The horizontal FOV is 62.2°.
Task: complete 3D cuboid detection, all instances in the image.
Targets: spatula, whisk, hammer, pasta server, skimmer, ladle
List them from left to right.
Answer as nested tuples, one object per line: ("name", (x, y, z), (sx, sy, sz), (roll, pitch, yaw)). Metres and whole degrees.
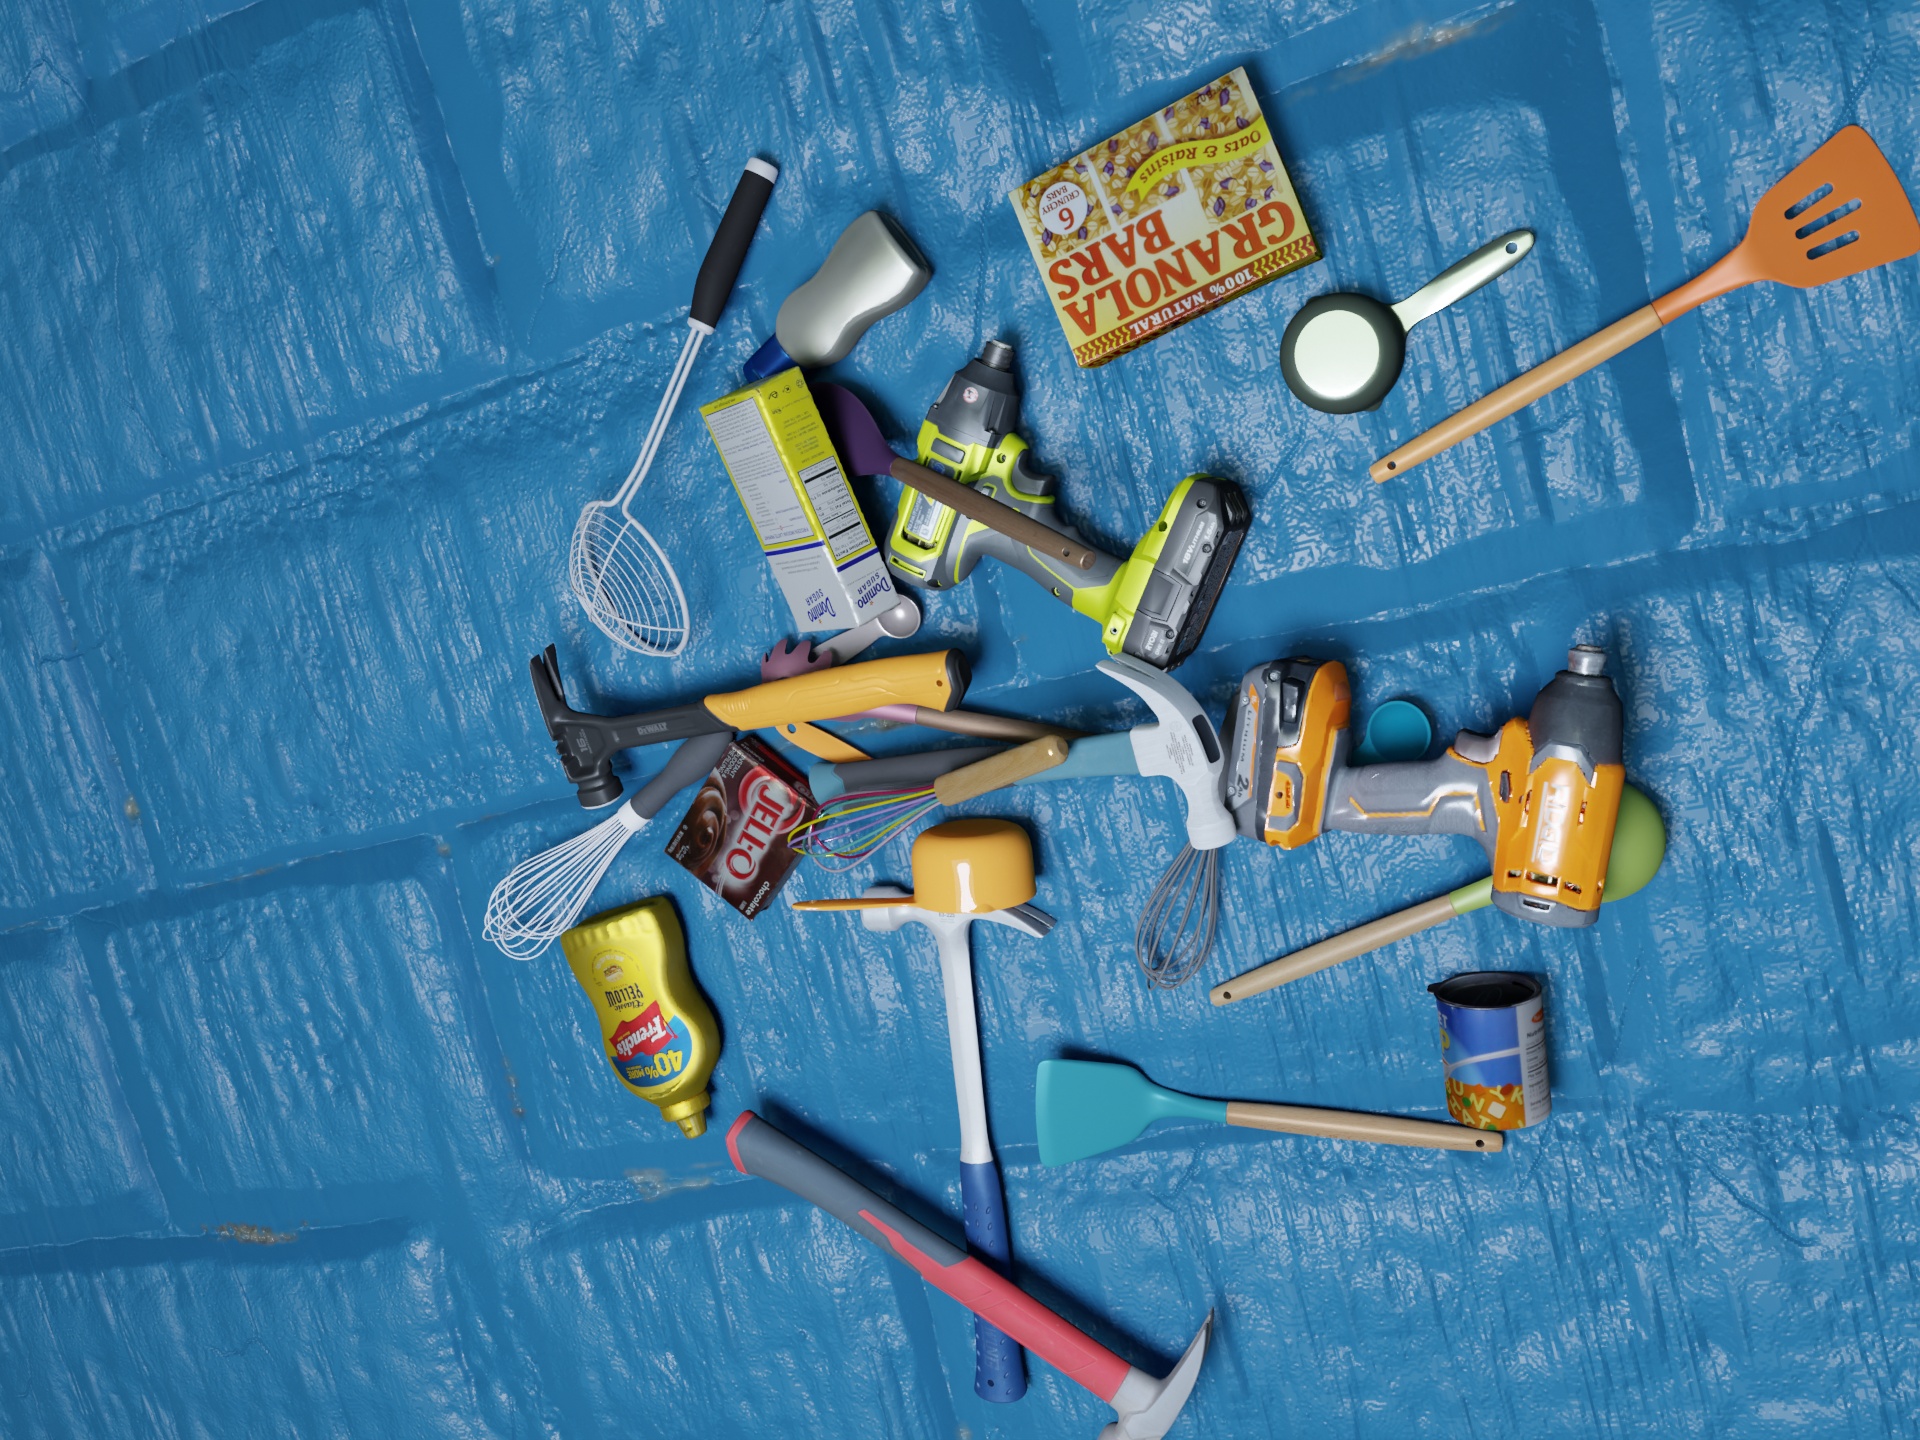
("whisk", (-0.277, 0.094, 1.252), (0.284, 0.070, 0.070), (-40, 86, 19))
("skimmer", (-0.193, -0.222, 1.162), (0.127, 0.090, 0.363), (30, 100, 34))
("hammer", (-0.152, -0.016, 1.138), (0.337, 0.034, 0.127), (-9, 111, 23))
("whisk", (-0.025, 0.055, 1.085), (0.245, 0.051, 0.047), (-22, 114, 35))
("spatula", (-0.024, -0.161, 1.049), (0.316, 0.018, 0.059), (33, 111, 40))
("hammer", (-0.004, 0.393, 1.178), (0.386, 0.038, 0.143), (30, 109, 13))
("pasta server", (-0.002, -0.004, 1.137), (0.316, 0.040, 0.060), (10, 120, 13))
("hammer", (0.016, 0.320, 1.195), (0.144, 0.035, 0.405), (-2, 100, 22))
("hammer", (0.026, 0.033, 1.081), (0.331, 0.033, 0.128), (-8, 100, 38))
("whisk", (0.168, 0.076, 1.081), (0.055, 0.055, 0.239), (20, 104, 16))
("spatula", (0.210, 0.282, 1.109), (0.317, 0.044, 0.082), (1, 98, 20))
("ladle", (0.304, 0.126, 1.048), (0.320, 0.062, 0.078), (-29, 90, 30))
("spatula", (0.391, -0.227, 0.944), (0.322, 0.041, 0.081), (-29, 90, 28))

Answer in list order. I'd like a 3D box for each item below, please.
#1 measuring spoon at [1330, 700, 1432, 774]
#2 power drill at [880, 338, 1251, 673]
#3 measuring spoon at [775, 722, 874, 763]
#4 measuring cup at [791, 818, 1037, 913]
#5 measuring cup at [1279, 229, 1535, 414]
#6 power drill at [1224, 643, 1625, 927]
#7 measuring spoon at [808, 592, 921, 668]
("measuring spoon", (0.260, 0.031, 1.055), (0.128, 0.021, 0.042), (-42, 73, 32))
("power drill", (0.069, -0.139, 1.057), (0.223, 0.080, 0.171), (27, 110, 17))
("measuring spoon", (-0.089, 0.022, 1.188), (0.117, 0.011, 0.021), (24, 116, 18))
("measuring cup", (-0.033, 0.103, 1.119), (0.173, 0.095, 0.052), (-4, 99, -6))
("measuring cup", (0.272, -0.250, 0.974), (0.167, 0.038, 0.083), (-30, 89, 26))
("power drill", (0.286, 0.021, 0.973), (0.227, 0.084, 0.164), (13, 102, 30))
("measuring spoon", (-0.077, -0.060, 1.165), (0.124, 0.018, 0.034), (-27, 104, 30))
